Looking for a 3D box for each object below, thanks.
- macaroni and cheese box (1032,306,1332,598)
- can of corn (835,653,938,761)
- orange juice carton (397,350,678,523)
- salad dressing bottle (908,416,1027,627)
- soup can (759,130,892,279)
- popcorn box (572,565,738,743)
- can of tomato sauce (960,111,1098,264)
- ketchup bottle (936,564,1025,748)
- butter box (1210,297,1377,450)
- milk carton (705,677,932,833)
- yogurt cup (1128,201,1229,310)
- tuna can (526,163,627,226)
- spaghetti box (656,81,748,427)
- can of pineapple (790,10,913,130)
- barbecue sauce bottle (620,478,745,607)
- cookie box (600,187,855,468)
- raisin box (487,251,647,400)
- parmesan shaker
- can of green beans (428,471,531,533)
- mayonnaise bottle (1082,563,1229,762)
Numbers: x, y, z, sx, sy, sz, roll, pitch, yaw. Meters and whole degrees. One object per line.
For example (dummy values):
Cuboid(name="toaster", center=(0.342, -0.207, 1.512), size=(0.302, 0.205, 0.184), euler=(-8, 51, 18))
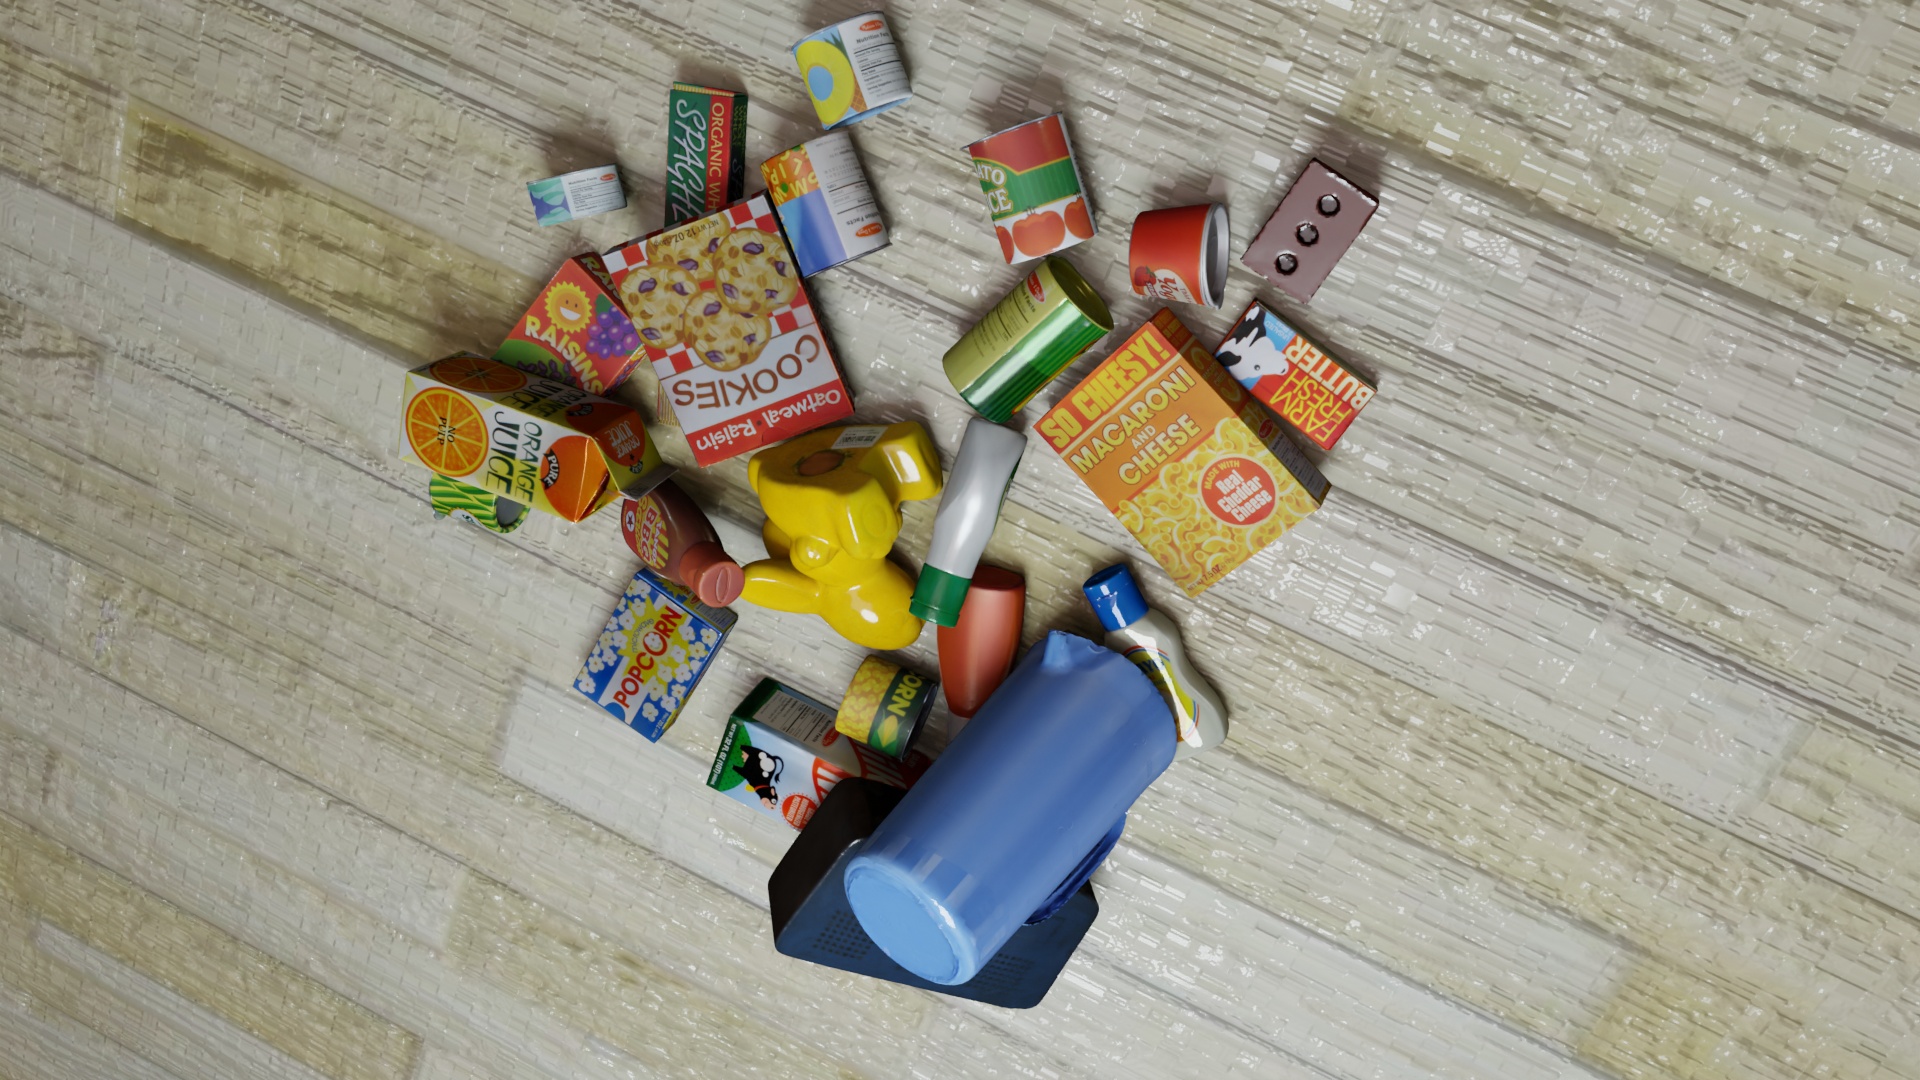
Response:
Cuboid(name="macaroni and cheese box", center=(0.150, -0.058, 0.952), size=(0.166, 0.040, 0.123), euler=(47, 126, -2))
Cuboid(name="can of corn", center=(-0.056, 0.126, 1.069), size=(0.058, 0.071, 0.071), euler=(24, 113, 8))
Cuboid(name="orange juice carton", center=(-0.310, -0.072, 1.029), size=(0.193, 0.072, 0.072), euler=(19, 114, 8))
Cuboid(name="salad dressing bottle", center=(0.004, -0.012, 0.991), size=(0.044, 0.064, 0.147), euler=(19, 92, -10))
Cuboid(name="soup can", center=(-0.095, -0.231, 0.963), size=(0.071, 0.071, 0.083), euler=(-18, 102, 21))
Cuboid(name="popcorn box", center=(-0.248, 0.090, 1.127), size=(0.085, 0.038, 0.126), euler=(35, 113, 1))
Cuboid(name="can of tomato sauce", center=(0.047, -0.232, 0.920), size=(0.071, 0.071, 0.083), euler=(-15, 104, 20))
Cuboid(name="ketchup bottle", center=(0.012, 0.094, 1.052), size=(0.065, 0.044, 0.148), euler=(11, 111, 15))
Cuboid(name="butter box", center=(0.223, -0.112, 0.934), size=(0.103, 0.024, 0.053), euler=(37, 114, 1))
Cuboid(name="milk carton", center=(-0.095, 0.191, 1.098), size=(0.191, 0.074, 0.072), euler=(25, 114, 6))
Cuboid(name="yogurt cup", center=(0.143, -0.188, 0.911), size=(0.054, 0.073, 0.072), euler=(6, 110, 22))
Cuboid(name="tuna can", center=(-0.279, -0.251, 1.008), size=(0.071, 0.071, 0.032), euler=(-7, 107, 18))
Cuboid(name="spaghetti box", center=(-0.190, -0.204, 1.017), size=(0.050, 0.029, 0.249), euler=(11, 111, 11))
Cuboid(name="can of pineapple", center=(-0.073, -0.313, 0.929), size=(0.071, 0.071, 0.057), euler=(-17, 103, 20))
Cuboid(name="barbecue sauce bottle", center=(-0.208, 0.003, 1.038), size=(0.149, 0.044, 0.064), euler=(35, 120, 49))
Cuboid(name="cookie box", center=(-0.163, -0.150, 0.994), size=(0.123, 0.040, 0.167), euler=(-19, 110, 6))
Cuboid(name="raisin box", center=(-0.293, -0.147, 1.061), size=(0.086, 0.040, 0.123), euler=(46, 115, -2))
Cuboid(name="parmesan shaker", center=(0.045, -0.138, 0.955), size=(0.102, 0.071, 0.071), euler=(-40, 94, 24))
Cuboid(name="can of green beans", center=(-0.378, -0.044, 1.104), size=(0.058, 0.071, 0.071), euler=(17, 112, 9))
Cuboid(name="mayonnaise bottle", center=(0.138, 0.089, 1.015), size=(0.064, 0.041, 0.148), euler=(-25, 100, 24))
